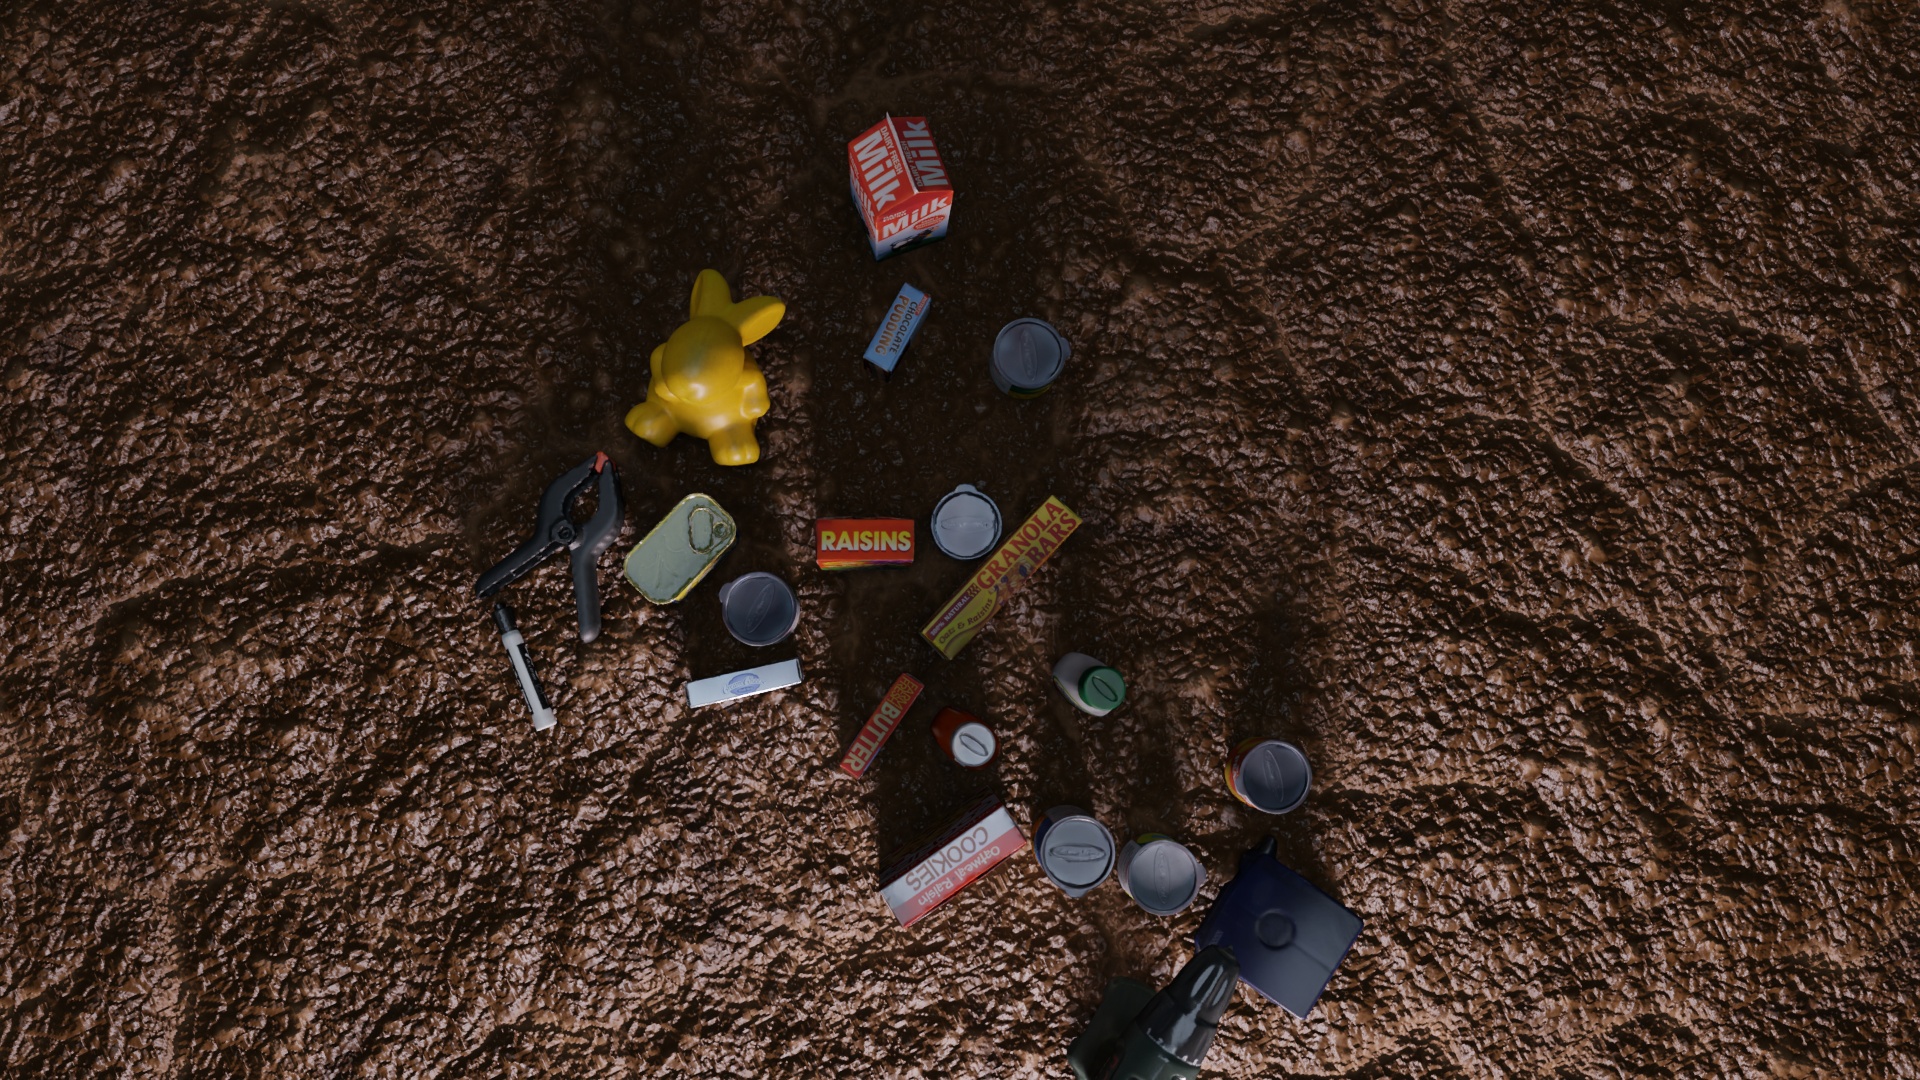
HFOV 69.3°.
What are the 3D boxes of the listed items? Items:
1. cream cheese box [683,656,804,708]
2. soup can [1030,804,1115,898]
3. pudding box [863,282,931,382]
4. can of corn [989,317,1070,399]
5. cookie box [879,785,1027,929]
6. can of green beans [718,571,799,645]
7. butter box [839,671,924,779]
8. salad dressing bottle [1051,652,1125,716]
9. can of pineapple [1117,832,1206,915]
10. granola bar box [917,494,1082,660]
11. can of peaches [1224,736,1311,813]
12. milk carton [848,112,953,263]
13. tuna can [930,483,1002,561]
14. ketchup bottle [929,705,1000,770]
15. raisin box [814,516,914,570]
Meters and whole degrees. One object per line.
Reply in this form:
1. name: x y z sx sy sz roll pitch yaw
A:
1. cream cheese box: -0.194 0.128 1.254 0.104 0.053 0.024 -13 86 -5
2. soup can: 0.099 0.277 1.244 0.071 0.083 0.071 0 85 -3
3. pudding box: -0.059 -0.193 1.294 0.030 0.049 0.084 29 84 -1
4. can of corn: 0.064 -0.169 1.295 0.071 0.058 0.071 0 85 -3
5. cookie box: -0.009 0.269 1.196 0.123 0.167 0.040 -34 88 -6
6. can of green beans: -0.180 0.062 1.259 0.071 0.058 0.071 0 85 -3
7. butter box: -0.072 0.166 1.259 0.024 0.053 0.103 35 84 0
8. salad dressing bottle: 0.116 0.128 1.226 0.044 0.147 0.064 -45 89 -6
9. can of pineapple: 0.181 0.302 1.260 0.071 0.058 0.071 0 85 -3
10. granola bar box: 0.031 0.034 1.241 0.039 0.124 0.166 43 84 1
11. can of peaches: 0.279 0.215 1.274 0.071 0.058 0.071 0 85 -3
12. milk carton: -0.054 -0.314 1.234 0.073 0.190 0.072 -21 87 -5
13. tuna can: 0.005 -0.016 1.290 0.071 0.033 0.071 0 85 -4
14. ketchup bottle: 0.006 0.175 1.215 0.065 0.148 0.043 36 84 0
15. raisin box: -0.084 0.004 1.237 0.086 0.123 0.040 1 85 -3
